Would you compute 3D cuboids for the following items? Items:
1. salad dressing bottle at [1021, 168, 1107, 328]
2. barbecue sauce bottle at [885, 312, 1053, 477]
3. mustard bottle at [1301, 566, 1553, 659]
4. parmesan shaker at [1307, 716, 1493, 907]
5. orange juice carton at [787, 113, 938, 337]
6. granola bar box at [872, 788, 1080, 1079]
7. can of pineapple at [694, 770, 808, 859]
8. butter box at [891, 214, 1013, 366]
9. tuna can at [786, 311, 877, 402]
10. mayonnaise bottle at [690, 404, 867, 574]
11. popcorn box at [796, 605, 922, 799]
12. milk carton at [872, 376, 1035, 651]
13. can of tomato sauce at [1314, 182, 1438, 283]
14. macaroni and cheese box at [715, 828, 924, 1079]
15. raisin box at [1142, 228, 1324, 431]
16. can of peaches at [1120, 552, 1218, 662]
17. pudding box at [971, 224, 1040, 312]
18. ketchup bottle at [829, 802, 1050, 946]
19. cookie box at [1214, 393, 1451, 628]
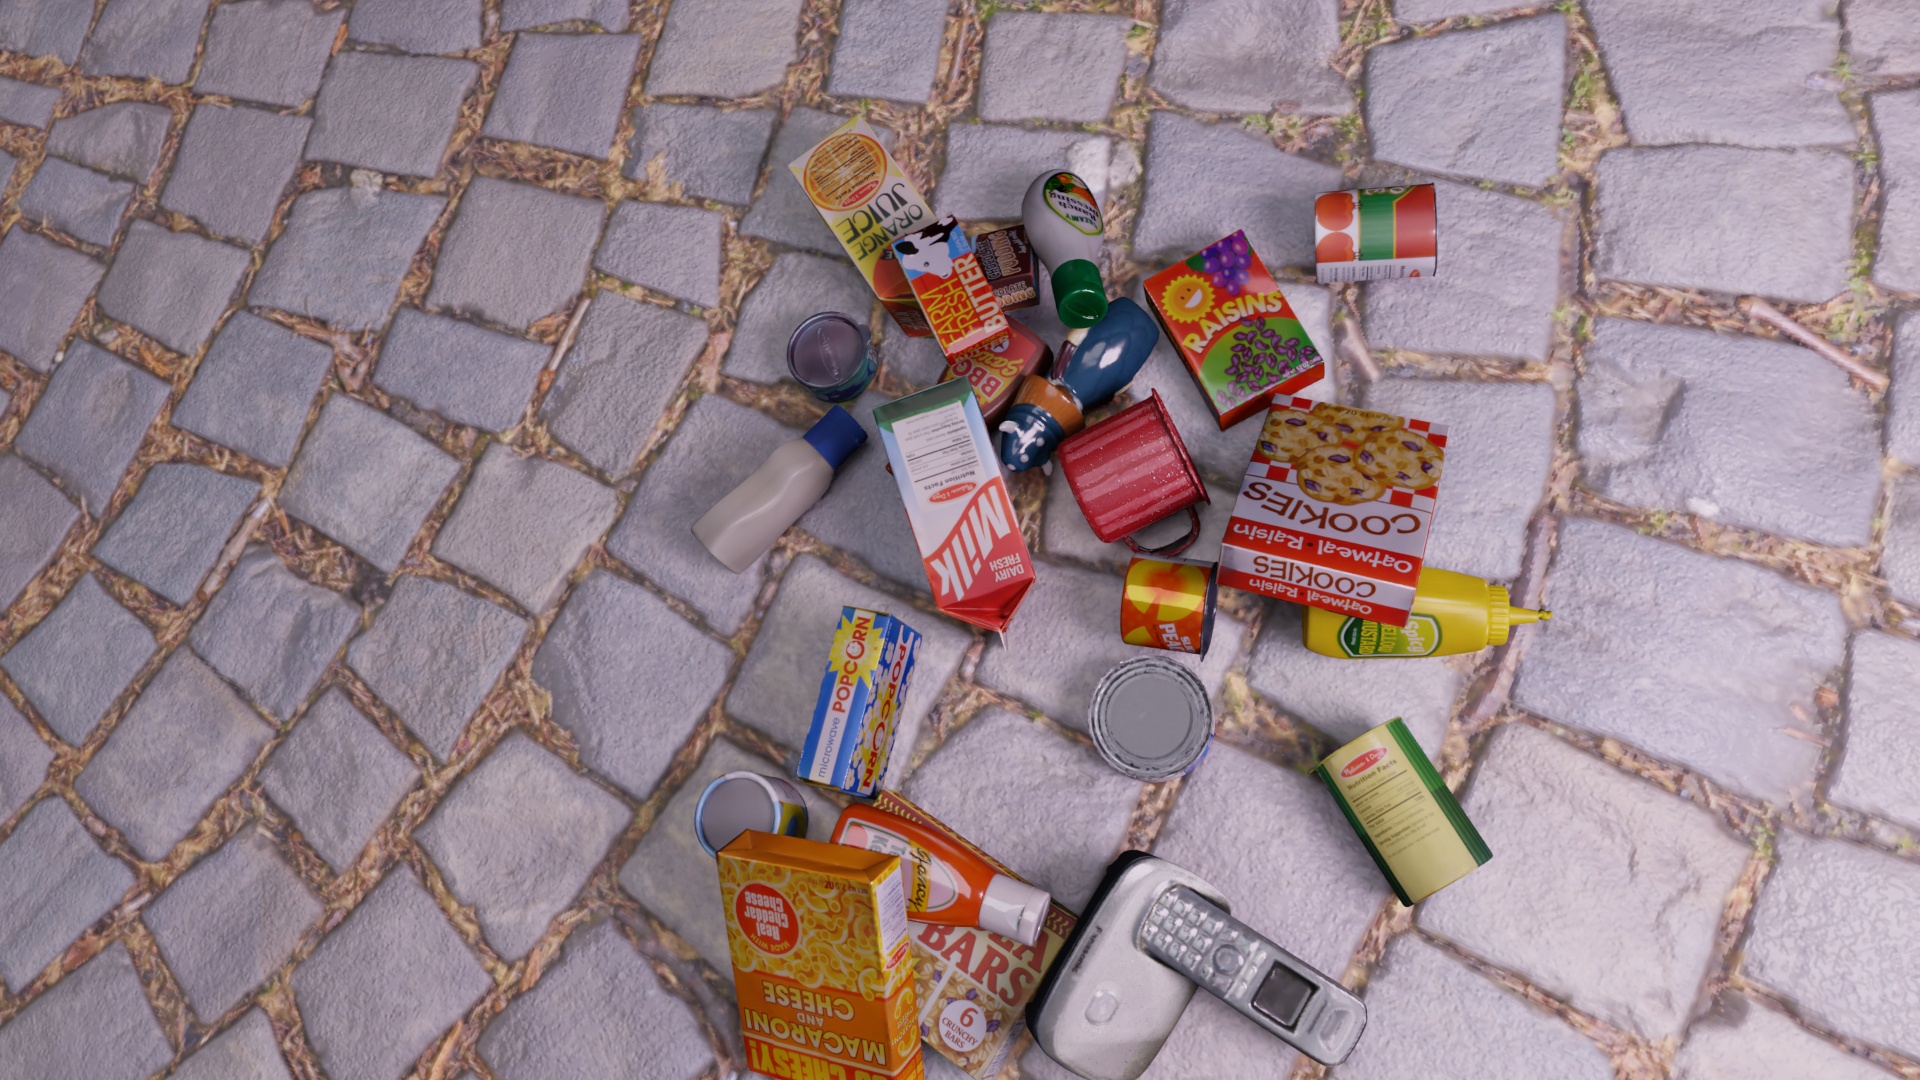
[{"bbox_3d":[0.081,-0.218,1.036,0.043,0.064,0.148,-51,32,38],"label":"salad dressing bottle"},{"bbox_3d":[0.003,-0.101,1.053,0.065,0.043,0.148,37,86,24],"label":"barbecue sauce bottle"},{"bbox_3d":[0.309,0.048,0.922,0.160,0.065,0.049,0,43,12],"label":"mustard bottle"},{"bbox_3d":[0.282,0.176,0.893,0.071,0.071,0.103,-31,70,4],"label":"parmesan shaker"},{"bbox_3d":[-0.050,-0.233,1.089,0.073,0.071,0.193,-35,69,3],"label":"orange juice carton"},{"bbox_3d":[-0.017,0.268,0.955,0.166,0.039,0.124,30,83,20],"label":"granola bar box"},{"bbox_3d":[-0.151,0.202,0.998,0.071,0.057,0.071,-4,74,13],"label":"can of pineapple"},{"bbox_3d":[-0.006,-0.182,1.012,0.053,0.024,0.104,-26,72,2],"label":"butter box"},{"bbox_3d":[-0.099,-0.146,1.097,0.071,0.032,0.071,-4,74,13],"label":"tuna can"},{"bbox_3d":[-0.135,-0.041,1.063,0.148,0.064,0.041,-45,65,-5],"label":"mayonnaise bottle"},{"bbox_3d":[-0.070,0.117,0.987,0.038,0.085,0.127,11,78,18],"label":"popcorn box"},{"bbox_3d":[0.004,-0.012,0.989,0.073,0.072,0.190,-19,86,3],"label":"milk carton"},{"bbox_3d":[0.298,-0.223,1.001,0.083,0.071,0.071,-1,75,15],"label":"can of tomato sauce"},{"bbox_3d":[-0.091,0.281,0.918,0.123,0.040,0.166,3,107,28],"label":"macaroni and cheese box"},{"bbox_3d":[0.200,-0.155,1.021,0.086,0.040,0.123,-28,71,6],"label":"raisin box"},{"bbox_3d":[0.145,0.046,0.963,0.058,0.071,0.071,8,77,17],"label":"can of peaches"},{"bbox_3d":[0.034,-0.207,1.062,0.049,0.030,0.084,-11,38,11],"label":"pudding box"},{"bbox_3d":[-0.015,0.226,0.922,0.149,0.043,0.064,16,90,17],"label":"ketchup bottle"},{"bbox_3d":[0.251,-0.024,0.929,0.123,0.040,0.168,13,46,17],"label":"cookie box"}]
